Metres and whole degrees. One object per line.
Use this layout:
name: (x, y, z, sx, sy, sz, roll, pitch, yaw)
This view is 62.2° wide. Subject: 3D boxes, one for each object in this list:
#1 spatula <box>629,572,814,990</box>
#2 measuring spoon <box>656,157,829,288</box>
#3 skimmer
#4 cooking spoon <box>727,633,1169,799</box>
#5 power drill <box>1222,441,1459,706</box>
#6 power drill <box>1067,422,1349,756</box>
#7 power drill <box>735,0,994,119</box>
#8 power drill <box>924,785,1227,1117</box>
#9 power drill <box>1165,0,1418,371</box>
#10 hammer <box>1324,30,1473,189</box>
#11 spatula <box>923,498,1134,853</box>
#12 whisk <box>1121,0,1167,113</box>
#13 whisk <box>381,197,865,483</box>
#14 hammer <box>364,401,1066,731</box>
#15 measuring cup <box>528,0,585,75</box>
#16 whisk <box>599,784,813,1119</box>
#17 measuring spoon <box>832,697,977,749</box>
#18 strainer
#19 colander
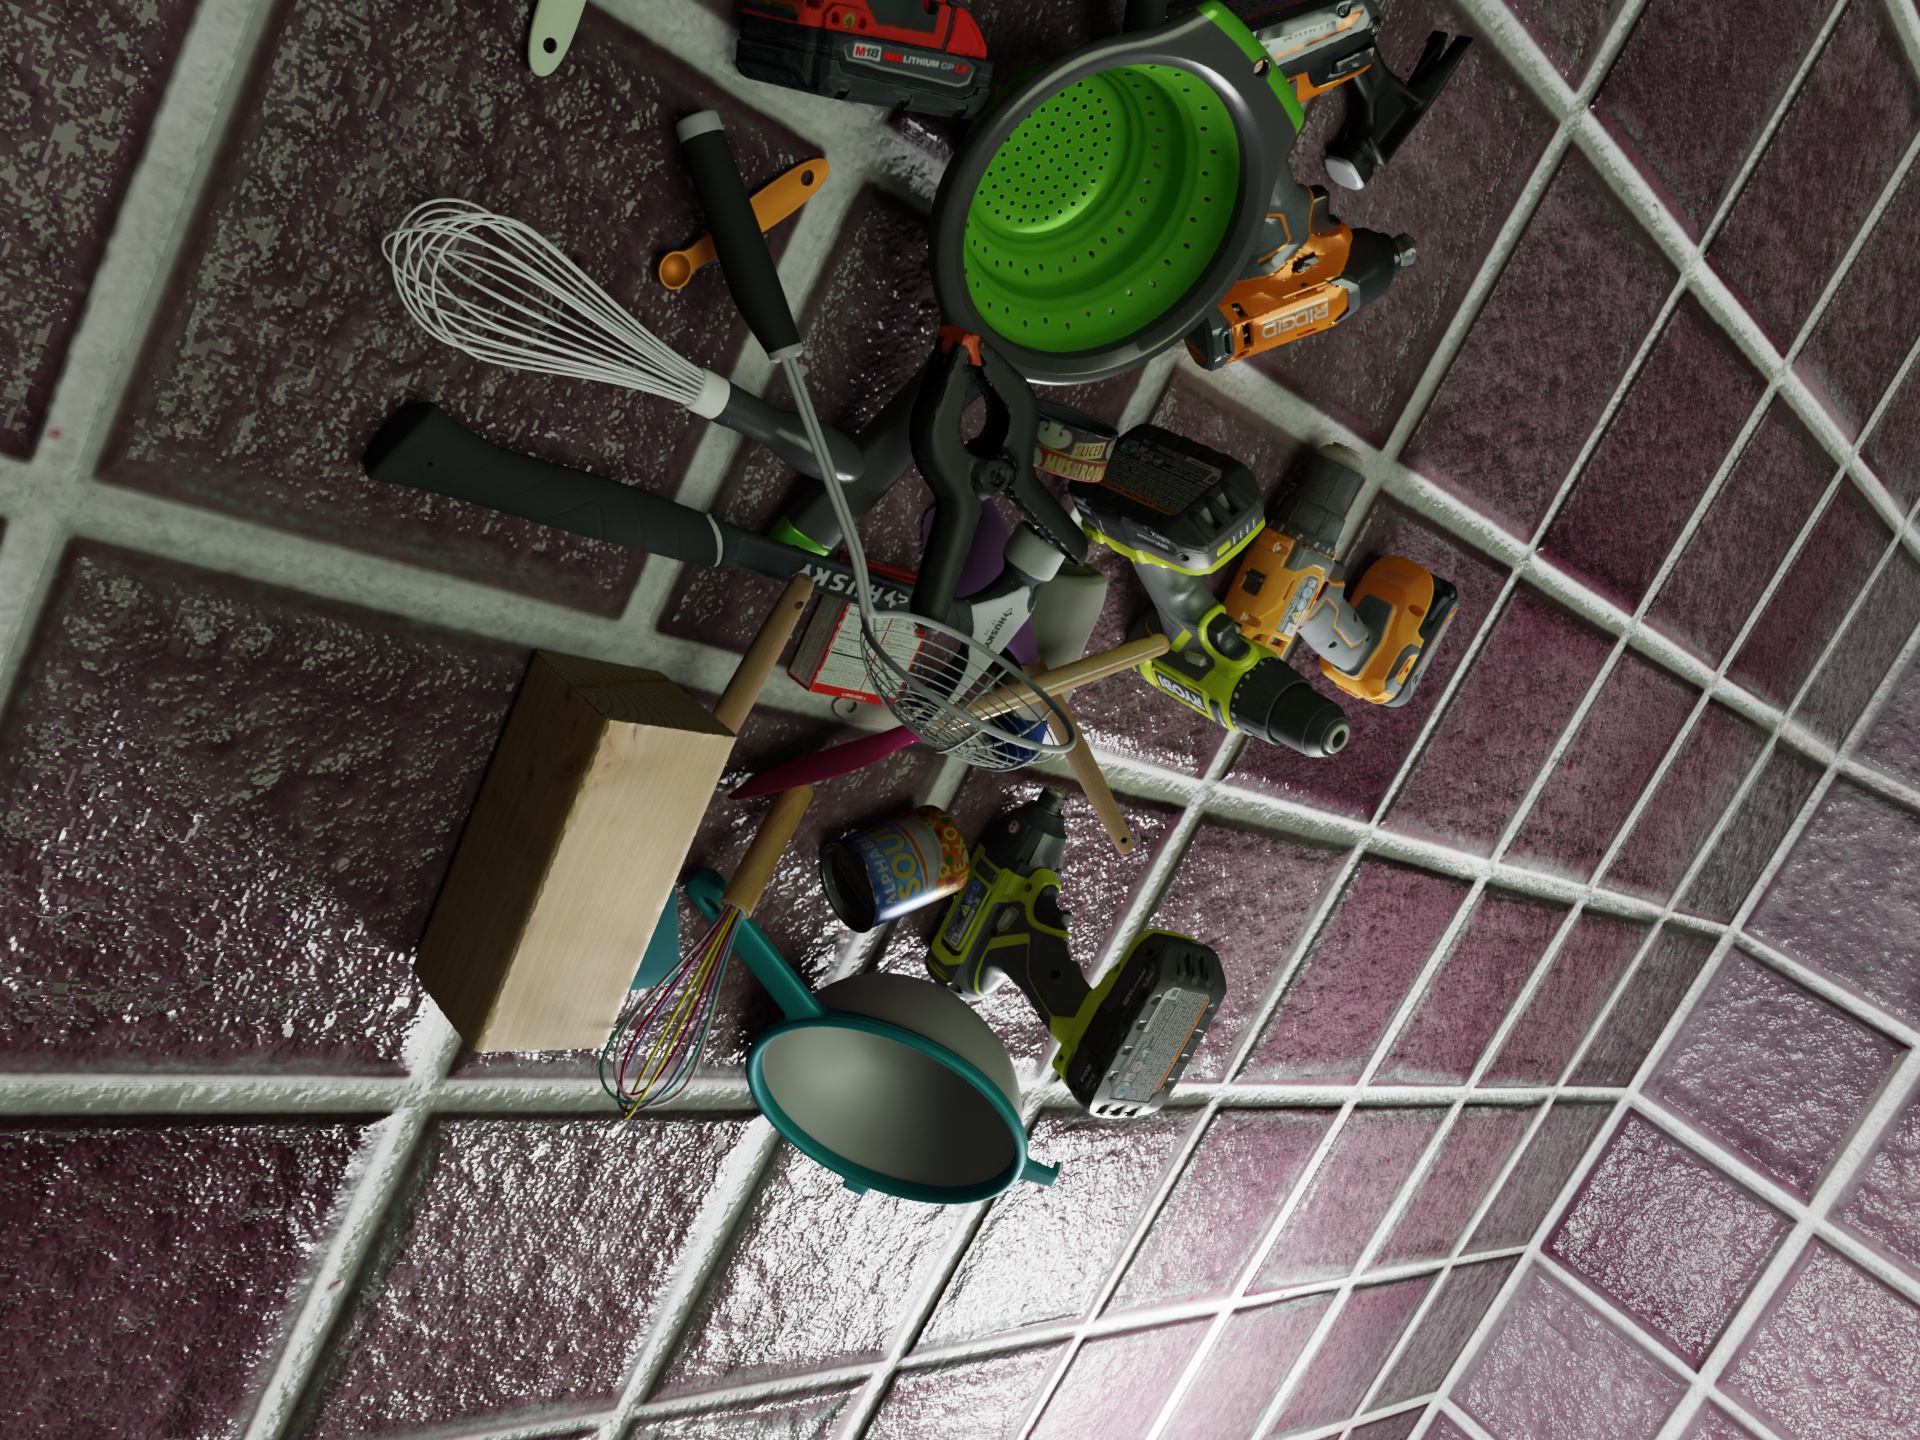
spatula: (-0.153, 0.043, 0.944, 0.082, 0.044, 0.317, 2, 132, -41)
measuring spoon: (-0.114, -0.262, 0.832, 0.117, 0.011, 0.021, -41, 139, -19)
skimmer: (-0.041, -0.140, 0.814, 0.090, 0.127, 0.363, -17, 102, 14)
cooking spoon: (-0.002, -0.003, 1.042, 0.319, 0.069, 0.017, -19, 98, -18)
power drill: (0.312, -0.113, 1.289, 0.226, 0.084, 0.185, 15, 105, -43)
power drill: (0.174, -0.079, 1.097, 0.080, 0.191, 0.228, -41, 134, -14)
power drill: (-0.015, -0.417, 0.769, 0.188, 0.080, 0.226, -10, 120, -40)
power drill: (0.078, 0.162, 1.141, 0.080, 0.223, 0.171, 17, 104, -41)
power drill: (0.211, -0.344, 1.000, 0.164, 0.084, 0.226, -21, 134, -5)
hammer: (0.223, -0.484, 0.977, 0.127, 0.034, 0.336, -52, 140, -1)
spatula: (0.055, -0.022, 1.092, 0.060, 0.018, 0.315, -31, 121, -1)
whisk: (0.105, -0.430, 0.843, 0.073, 0.073, 0.295, -35, 155, -21)
whisk: (-0.154, -0.177, 0.795, 0.284, 0.070, 0.070, 21, 102, -43)
hammer: (-0.124, -0.091, 0.882, 0.408, 0.036, 0.149, 14, 117, -39)
measuring cup: (-0.151, -0.363, 0.701, 0.083, 0.038, 0.167, 12, 106, -47)
whisk: (-0.152, 0.135, 0.982, 0.047, 0.051, 0.245, 87, 24, -54)
measuring spoon: (-0.039, -0.004, 1.081, 0.124, 0.018, 0.034, 12, 109, -40)
strainer: (-0.073, 0.202, 1.119, 0.340, 0.211, 0.095, 56, 39, -26)
colander: (0.009, -0.244, 0.914, 0.397, 0.095, 0.204, -44, 139, 16)
